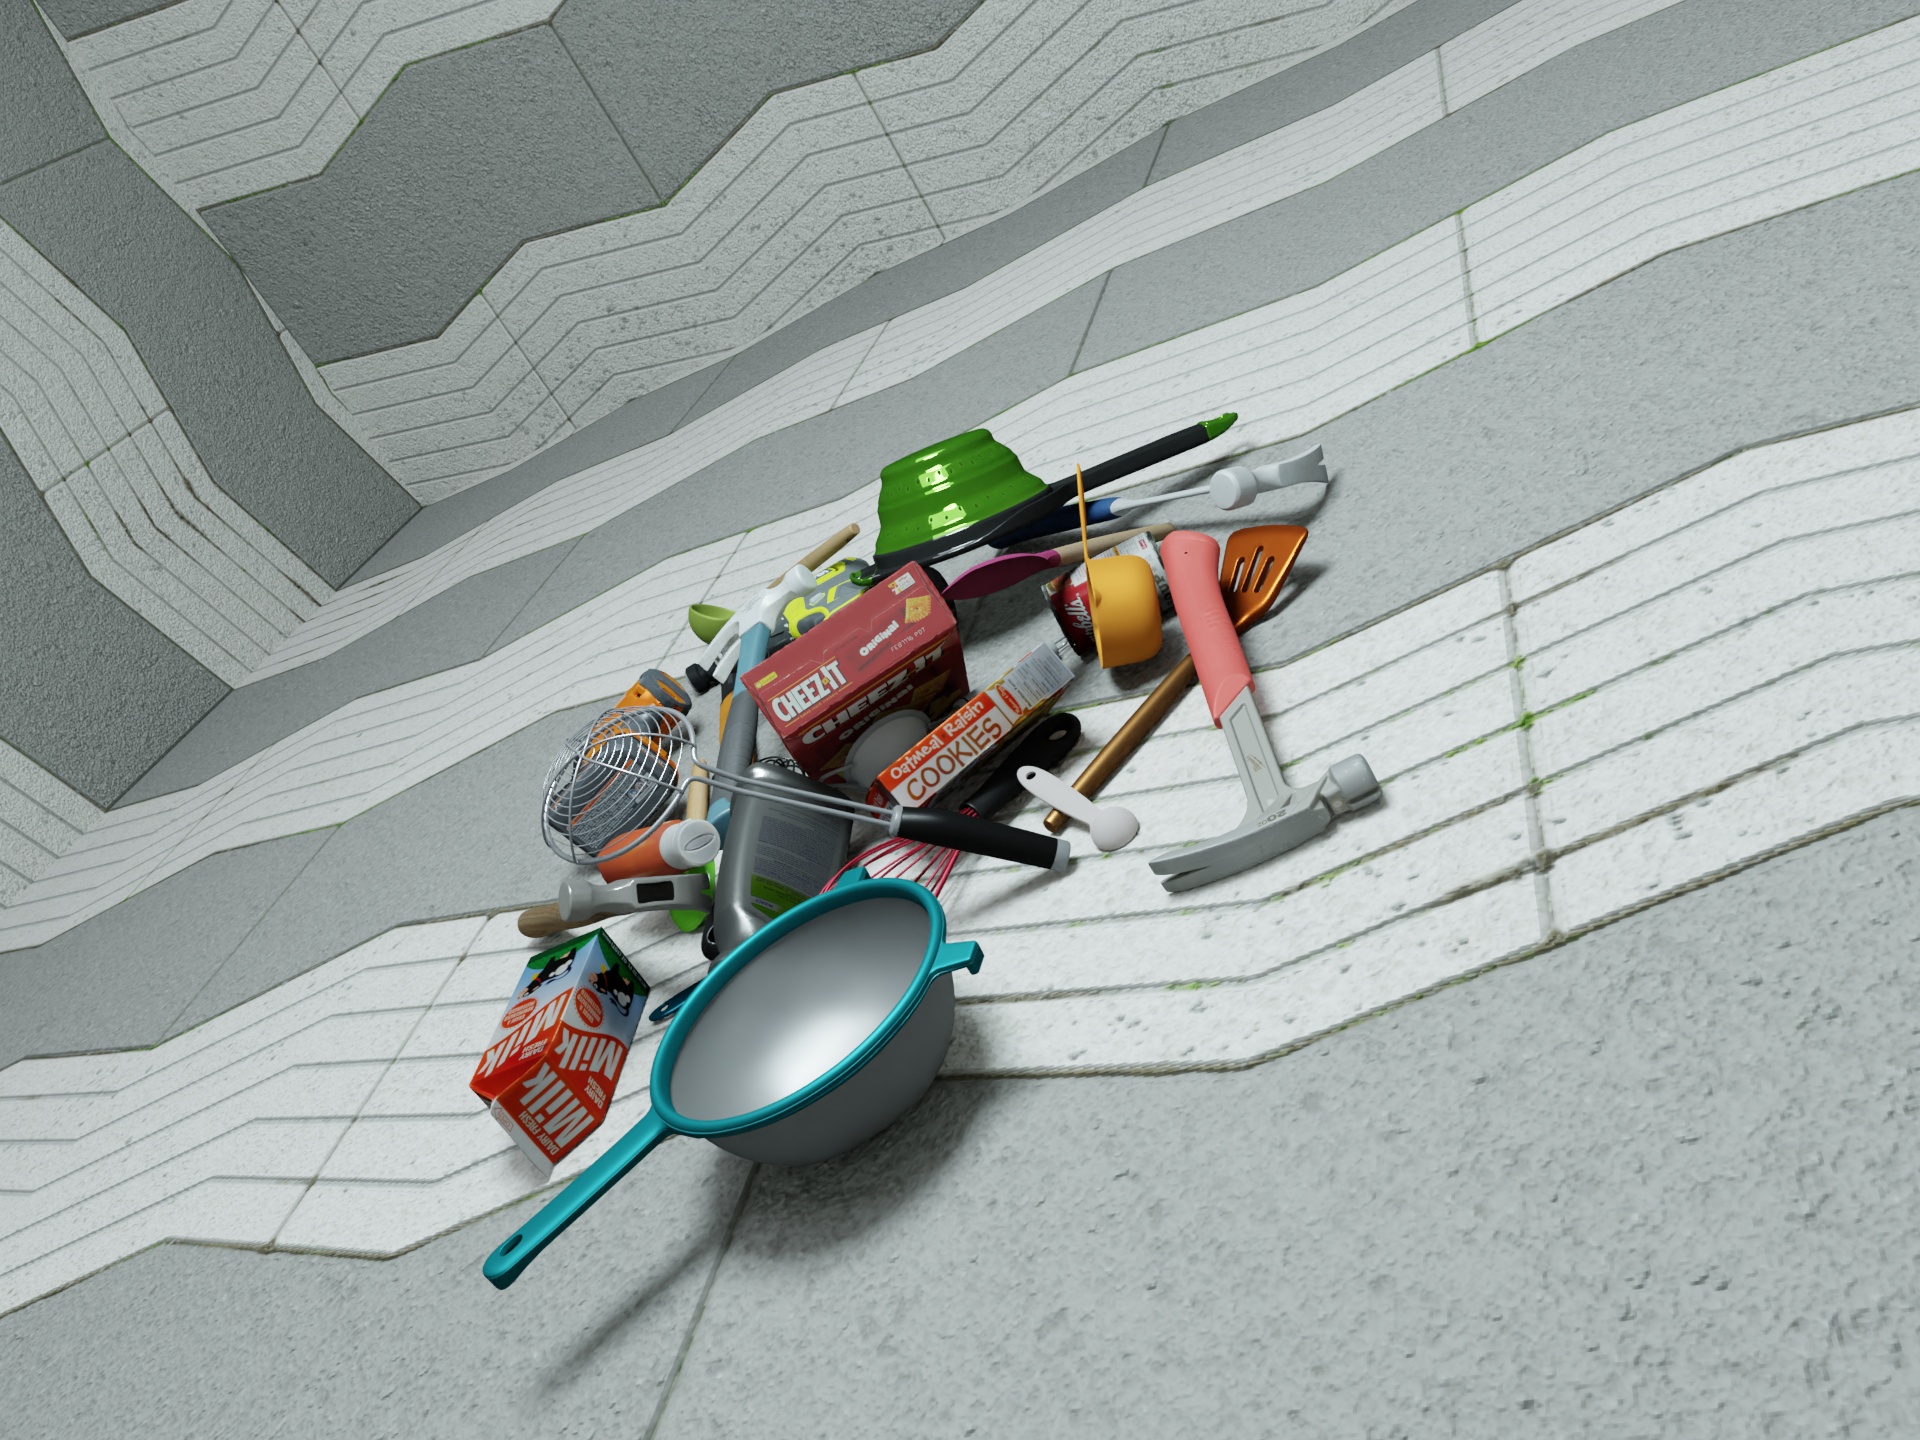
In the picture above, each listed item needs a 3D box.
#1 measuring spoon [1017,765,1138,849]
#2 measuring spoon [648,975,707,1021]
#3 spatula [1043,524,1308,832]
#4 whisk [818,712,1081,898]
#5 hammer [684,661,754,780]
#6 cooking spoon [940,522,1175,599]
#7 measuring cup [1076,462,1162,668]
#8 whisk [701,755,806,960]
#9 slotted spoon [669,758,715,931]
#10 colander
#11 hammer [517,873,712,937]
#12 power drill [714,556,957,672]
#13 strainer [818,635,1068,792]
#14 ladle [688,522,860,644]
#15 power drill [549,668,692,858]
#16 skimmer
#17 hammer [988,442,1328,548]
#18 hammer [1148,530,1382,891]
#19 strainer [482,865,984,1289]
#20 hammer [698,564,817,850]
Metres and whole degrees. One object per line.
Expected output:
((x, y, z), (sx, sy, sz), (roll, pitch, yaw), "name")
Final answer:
((0.077, 0.055, 1.126), (0.034, 0.018, 0.124), (-43, 41, -14), "measuring spoon")
((-0.188, 0.189, 1.219), (0.128, 0.021, 0.042), (-32, 24, -2), "measuring spoon")
((0.158, -0.035, 1.205), (0.081, 0.041, 0.323), (6, 46, 51), "spatula")
((-0.005, 0.081, 1.163), (0.073, 0.073, 0.296), (0, 34, 50), "whisk")
((-0.224, -0.014, 1.623), (0.127, 0.034, 0.337), (-31, 25, 5), "hammer")
((0.093, -0.140, 1.337), (0.319, 0.017, 0.068), (-19, -13, -49), "cooking spoon")
((0.126, -0.128, 1.271), (0.052, 0.174, 0.095), (-7, -15, 3), "measuring cup")
((-0.177, 0.110, 1.326), (0.055, 0.055, 0.239), (-20, 31, 25), "whisk")
((-0.240, 0.098, 1.435), (0.070, 0.031, 0.314), (-61, 16, 15), "slotted spoon")
((0.066, -0.243, 1.488), (0.397, 0.094, 0.204), (-23, 12, -5), "colander")
((-0.305, 0.156, 1.313), (0.130, 0.031, 0.331), (-1, -9, -30), "hammer")
((-0.127, -0.096, 1.580), (0.190, 0.080, 0.229), (-32, 23, -26), "power drill")
((-0.002, -0.004, 1.326), (0.258, 0.086, 0.050), (-35, 56, -24), "strainer")
((-0.202, -0.154, 1.734), (0.320, 0.078, 0.062), (-29, 62, 48), "ladle")
((-0.345, 0.050, 1.584), (0.164, 0.084, 0.227), (-46, 18, 12), "power drill")
((-0.109, 0.070, 1.104), (0.090, 0.363, 0.127), (110, 171, -55), "skimmer")
((0.161, -0.200, 1.477), (0.144, 0.035, 0.405), (-19, 9, -34), "hammer")
((0.178, -0.028, 1.124), (0.149, 0.036, 0.359), (-26, 33, 13), "hammer")
((-0.127, 0.241, 0.968), (0.340, 0.095, 0.211), (-41, 24, -14), "strainer")
((-0.193, -0.010, 1.422), (0.128, 0.033, 0.331), (-34, 31, 24), "hammer")
